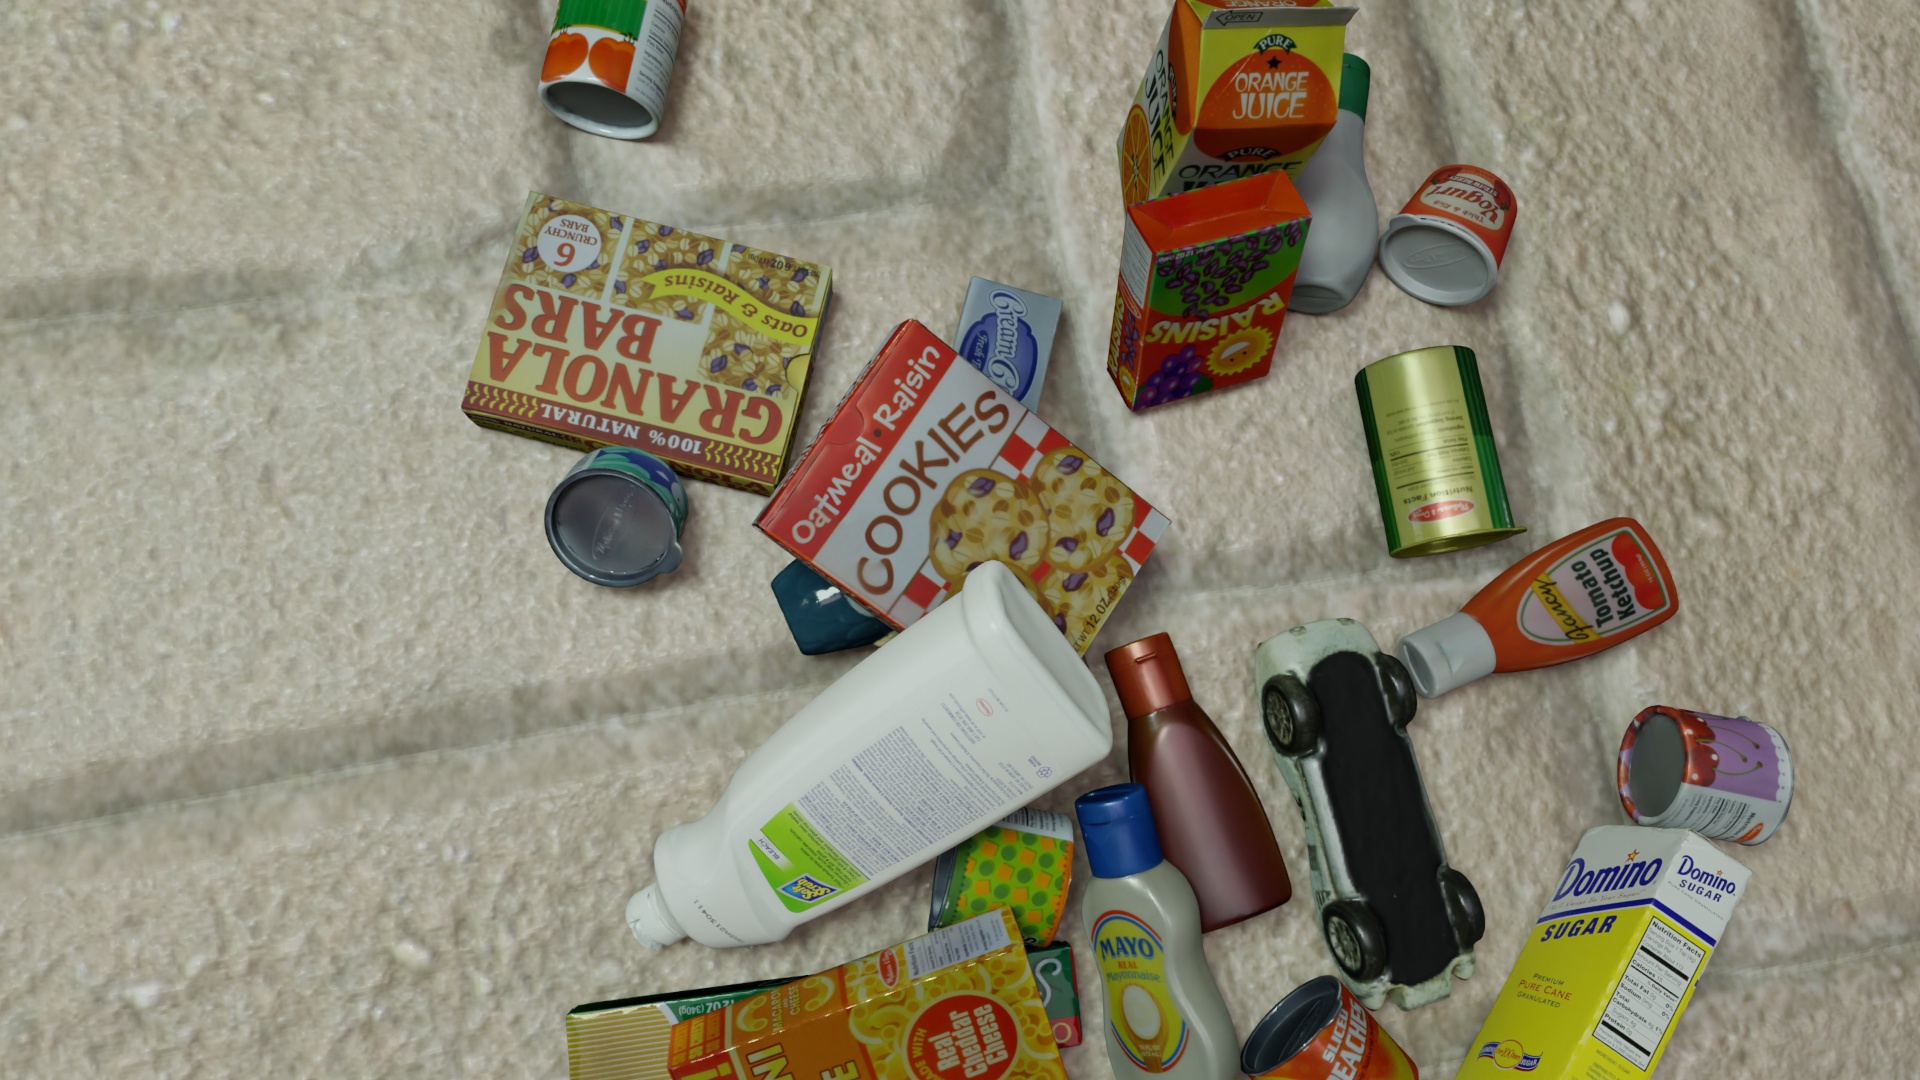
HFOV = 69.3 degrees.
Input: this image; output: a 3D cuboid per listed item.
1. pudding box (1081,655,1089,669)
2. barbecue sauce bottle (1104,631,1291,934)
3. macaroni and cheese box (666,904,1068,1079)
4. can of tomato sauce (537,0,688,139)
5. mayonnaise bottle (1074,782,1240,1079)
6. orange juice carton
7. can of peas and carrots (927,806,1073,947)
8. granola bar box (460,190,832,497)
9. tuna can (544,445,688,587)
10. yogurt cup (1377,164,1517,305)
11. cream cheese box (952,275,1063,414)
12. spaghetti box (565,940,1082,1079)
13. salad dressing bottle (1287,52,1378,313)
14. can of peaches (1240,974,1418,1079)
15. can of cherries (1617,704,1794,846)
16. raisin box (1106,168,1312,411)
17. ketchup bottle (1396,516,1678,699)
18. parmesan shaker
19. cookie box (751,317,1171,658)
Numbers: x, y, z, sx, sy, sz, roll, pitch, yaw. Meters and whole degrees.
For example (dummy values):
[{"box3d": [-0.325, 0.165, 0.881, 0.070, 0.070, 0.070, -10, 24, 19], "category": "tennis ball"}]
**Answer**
[{"box3d": [0.024, 0.073, 0.723, 0.084, 0.030, 0.050, -19, 80, -10], "category": "pudding box"}, {"box3d": [0.116, 0.122, 0.716, 0.065, 0.043, 0.148, -19, 81, -3], "category": "barbecue sauce bottle"}, {"box3d": [-0.035, 0.256, 0.643, 0.167, 0.040, 0.123, -19, 105, -4], "category": "macaroni and cheese box"}, {"box3d": [-0.188, -0.269, 0.750, 0.071, 0.071, 0.083, 10, 79, -4], "category": "can of tomato sauce"}, {"box3d": [0.090, 0.195, 0.680, 0.041, 0.064, 0.148, -14, 90, -52], "category": "mayonnaise bottle"}, {"box3d": [0.136, -0.218, 0.711, 0.072, 0.192, 0.073, -3, 78, -6], "category": "orange juice carton"}, {"box3d": [0.019, 0.165, 0.686, 0.059, 0.071, 0.071, 12, 78, -5], "category": "can of peas and carrots"}, {"box3d": [-0.161, -0.102, 0.732, 0.166, 0.039, 0.124, 14, 78, -3], "category": "granola bar box"}, {"box3d": [-0.170, -0.011, 0.700, 0.071, 0.033, 0.070, 1, 116, 2], "category": "tuna can"}, {"box3d": [0.278, -0.174, 0.786, 0.072, 0.072, 0.054, 33, 69, 1], "category": "yogurt cup"}, {"box3d": [0.019, -0.090, 0.746, 0.053, 0.024, 0.104, 15, 63, -3], "category": "cream cheese box"}, {"box3d": [-0.064, 0.237, 0.680, 0.250, 0.028, 0.050, -6, 81, -7], "category": "spaghetti box"}, {"box3d": [0.209, -0.205, 0.793, 0.064, 0.044, 0.148, 7, 76, 13], "category": "salad dressing bottle"}, {"box3d": [0.182, 0.259, 0.683, 0.071, 0.071, 0.058, -42, 87, -12], "category": "can of peaches"}, {"box3d": [0.393, 0.122, 0.739, 0.058, 0.071, 0.071, 10, 78, -3], "category": "can of cherries"}, {"box3d": [0.126, -0.128, 0.726, 0.086, 0.122, 0.040, -17, 58, -10], "category": "raisin box"}, {"box3d": [0.311, 0.042, 0.755, 0.149, 0.043, 0.065, -22, 82, -10], "category": "ketchup bottle"}, {"box3d": [0.260, -0.048, 0.755, 0.071, 0.071, 0.103, -7, 79, -8], "category": "parmesan shaker"}, {"box3d": [0.002, -0.008, 0.674, 0.167, 0.040, 0.123, 37, 80, -15], "category": "cookie box"}]
